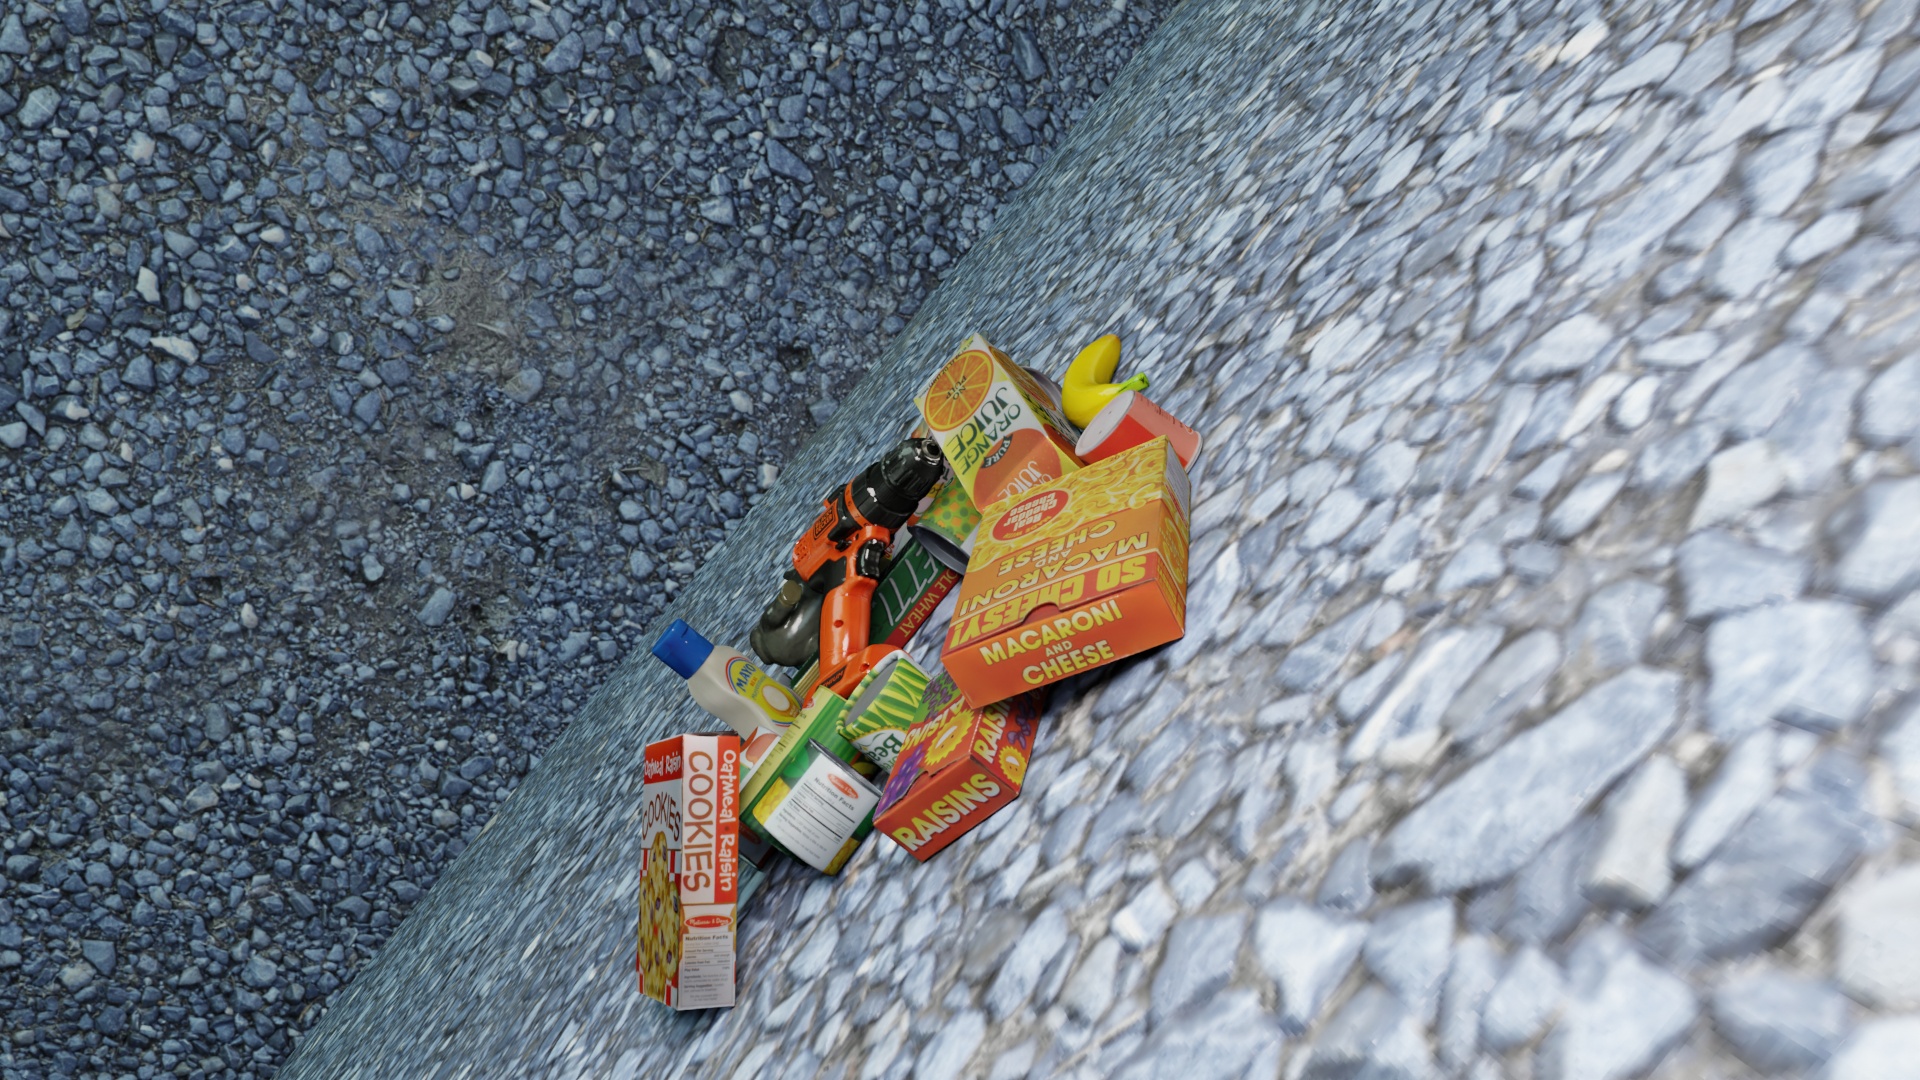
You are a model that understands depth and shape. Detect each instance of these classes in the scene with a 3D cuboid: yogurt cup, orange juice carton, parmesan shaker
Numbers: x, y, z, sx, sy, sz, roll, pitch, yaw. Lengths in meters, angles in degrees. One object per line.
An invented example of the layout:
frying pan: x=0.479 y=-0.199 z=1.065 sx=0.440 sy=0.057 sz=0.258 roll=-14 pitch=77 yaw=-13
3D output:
yogurt cup: x=0.109 y=-0.057 z=0.868 sx=0.072 sy=0.054 sz=0.072 roll=-46 pitch=13 yaw=15
orange juice carton: x=0.041 y=-0.061 z=0.988 sx=0.071 sy=0.073 sz=0.193 roll=-46 pitch=39 yaw=15
parmesan shaker: x=-0.099 y=0.158 z=0.934 sx=0.103 sy=0.071 sz=0.071 roll=-53 pitch=13 yaw=-13

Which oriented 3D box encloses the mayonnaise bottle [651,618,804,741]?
mayonnaise bottle: x=-0.185 y=0.123 z=1.143 sx=0.041 sy=0.148 sz=0.065 roll=-43 pitch=14 yaw=31

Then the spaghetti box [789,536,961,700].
spaghetti box: x=-0.040 y=0.037 z=1.121 sx=0.250 sy=0.050 sz=0.029 roll=-50 pitch=14 yaw=-4

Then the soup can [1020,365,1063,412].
soup can: x=0.045 y=-0.101 z=1.204 sx=0.083 sy=0.071 sz=0.072 roll=-40 pitch=15 yaw=39

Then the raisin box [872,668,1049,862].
raisin box: x=0.005 y=0.108 z=0.778 sx=0.085 sy=0.040 sz=0.124 roll=-40 pitch=16 yaw=34

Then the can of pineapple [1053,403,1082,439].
can of pineapple: x=0.054 y=-0.083 z=1.103 sx=0.057 sy=0.071 sz=0.071 roll=-47 pitch=12 yaw=14

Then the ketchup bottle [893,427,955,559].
ketchup bottle: x=-0.016 y=-0.040 z=1.182 sx=0.065 sy=0.043 sz=0.148 roll=40 pitch=118 yaw=39

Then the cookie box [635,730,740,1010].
cookie box: x=-0.179 y=0.213 z=0.910 sx=0.122 sy=0.040 sz=0.167 roll=154 pitch=118 yaw=-63

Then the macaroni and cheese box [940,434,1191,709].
macaroni and cheese box: x=0.062 y=0.013 z=0.767 sx=0.123 sy=0.040 sz=0.167 roll=-22 pitch=23 yaw=21

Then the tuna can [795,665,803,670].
tuna can: x=-0.139 y=0.091 z=1.262 sx=0.033 sy=0.071 sz=0.071 roll=-47 pitch=12 yaw=10

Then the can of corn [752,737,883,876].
can of corn: x=-0.086 y=0.166 z=0.865 sx=0.058 sy=0.071 sz=0.071 roll=-52 pitch=12 yaw=-7

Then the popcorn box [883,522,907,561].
popcorn box: x=-0.097 y=0.033 z=1.363 sx=0.085 sy=0.038 sz=0.127 roll=-42 pitch=14 yaw=28

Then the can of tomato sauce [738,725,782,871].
can of tomato sauce: x=-0.148 y=0.187 z=1.015 sx=0.083 sy=0.071 sz=0.071 roll=-53 pitch=12 yaw=-18

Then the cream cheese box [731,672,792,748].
cream cheese box: x=-0.195 y=0.176 z=1.313 sx=0.053 sy=0.024 sz=0.104 roll=-37 pitch=18 yaw=45

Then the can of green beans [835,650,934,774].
can of green beans: x=-0.036 y=0.111 z=0.868 sx=0.071 sy=0.058 sz=0.071 roll=-47 pitch=12 yaw=14

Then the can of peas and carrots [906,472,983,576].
can of peas and carrots: x=0.004 y=-0.013 z=1.070 sx=0.059 sy=0.071 sz=0.071 roll=-53 pitch=12 yaw=-16
